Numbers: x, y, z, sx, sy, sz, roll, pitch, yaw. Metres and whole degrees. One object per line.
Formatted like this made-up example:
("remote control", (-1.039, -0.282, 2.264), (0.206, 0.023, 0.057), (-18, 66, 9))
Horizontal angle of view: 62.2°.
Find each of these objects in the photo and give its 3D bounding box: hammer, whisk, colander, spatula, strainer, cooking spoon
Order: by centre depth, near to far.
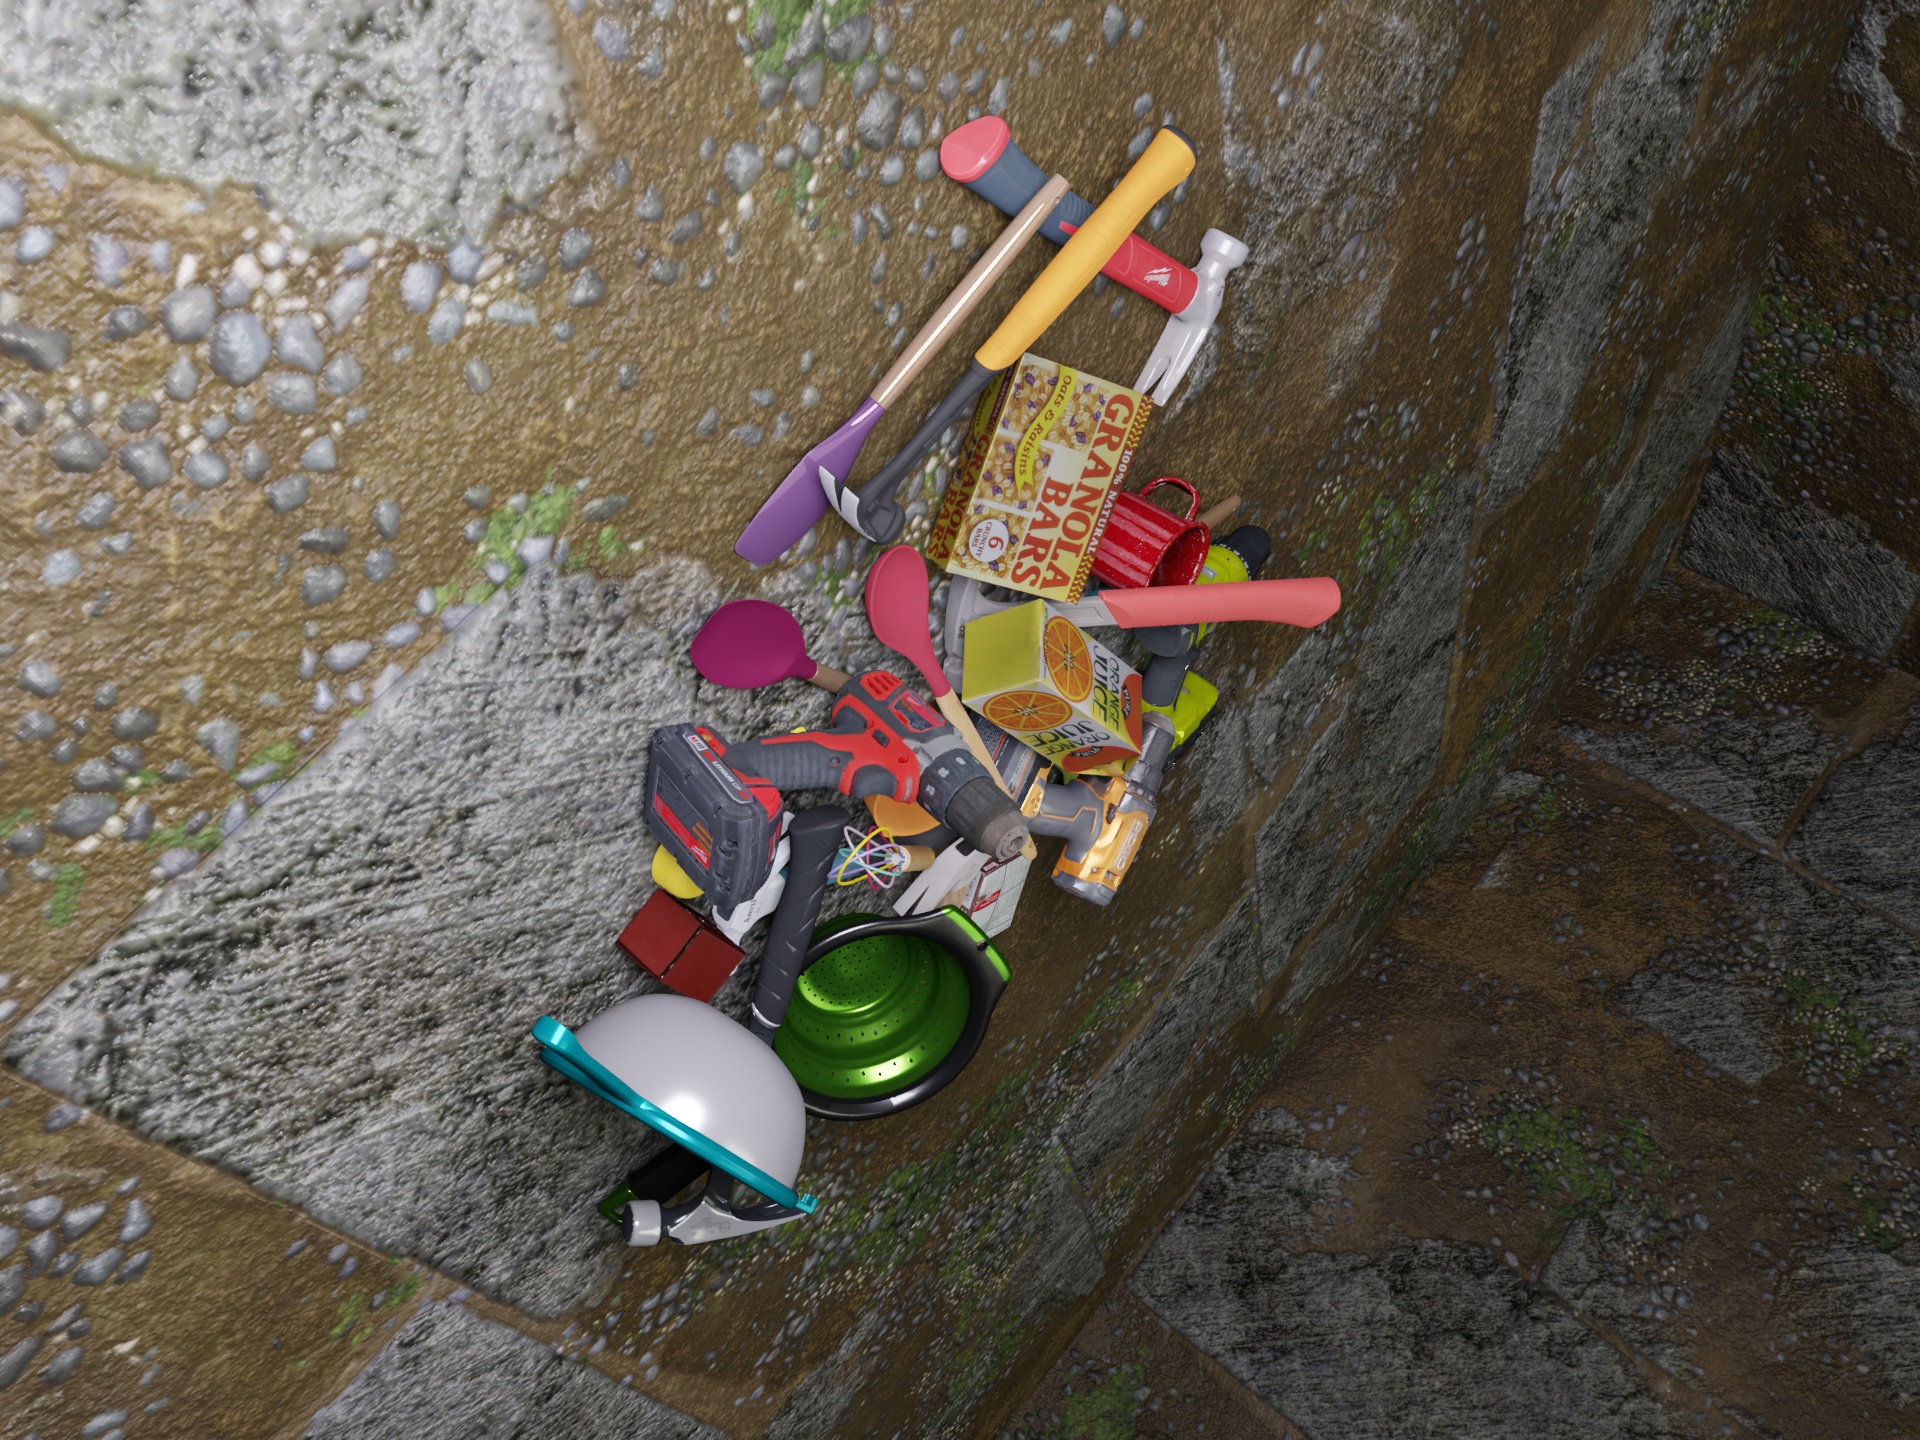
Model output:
("spatula", (-0.036, -0.224, 1.028), (0.316, 0.018, 0.059), (-50, 155, 7))
("hammer", (0.036, -0.258, 1.047), (0.337, 0.034, 0.127), (-49, 170, 2))
("strainer", (-0.197, 0.229, 1.086), (0.095, 0.211, 0.340), (-58, 158, -19))
("hammer", (0.093, -0.329, 1.139), (0.386, 0.038, 0.143), (2, 119, -59))
("cooking spoon", (-0.099, -0.031, 1.168), (0.069, 0.017, 0.318), (-50, 153, 8))
("whisk", (-0.051, 0.106, 1.245), (0.245, 0.051, 0.047), (22, 77, -78))
("hammer", (-0.153, 0.249, 1.254), (0.149, 0.036, 0.408), (7, 114, -27))
("hammer", (0.159, -0.102, 1.318), (0.359, 0.037, 0.149), (-5, 129, -22))
("hammer", (-0.080, 0.115, 1.339), (0.331, 0.033, 0.128), (-15, 133, -52))
("colander", (-0.148, 0.281, 1.353), (0.397, 0.095, 0.204), (-37, 122, 1))
("spatula", (0.176, -0.132, 1.475), (0.317, 0.044, 0.082), (-38, 161, -35))
("hammer", (-0.034, 0.229, 1.499), (0.130, 0.031, 0.331), (-28, 147, -43))

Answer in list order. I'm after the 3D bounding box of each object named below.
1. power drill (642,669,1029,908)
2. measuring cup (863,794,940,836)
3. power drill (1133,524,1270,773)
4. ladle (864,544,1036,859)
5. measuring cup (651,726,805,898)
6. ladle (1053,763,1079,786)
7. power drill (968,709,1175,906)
("power drill", (-0.081, 0.052, 1.089), (0.226, 0.188, 0.080), (-17, 135, -37))
("measuring cup", (-0.066, 0.031, 1.257), (0.095, 0.052, 0.173), (-47, 137, 15))
("power drill", (0.223, -0.074, 1.548), (0.190, 0.080, 0.228), (-41, 155, -38))
("ladle", (-0.002, -0.004, 1.231), (0.069, 0.031, 0.315), (-50, 130, -30))
("measuring cup", (-0.160, 0.067, 1.161), (0.156, 0.029, 0.062), (-47, 151, -14))
("ladle", (0.090, 0.036, 1.505), (0.078, 0.062, 0.319), (-46, 150, 5))
("power drill", (0.098, 0.047, 1.402), (0.226, 0.084, 0.185), (32, 81, -44))
